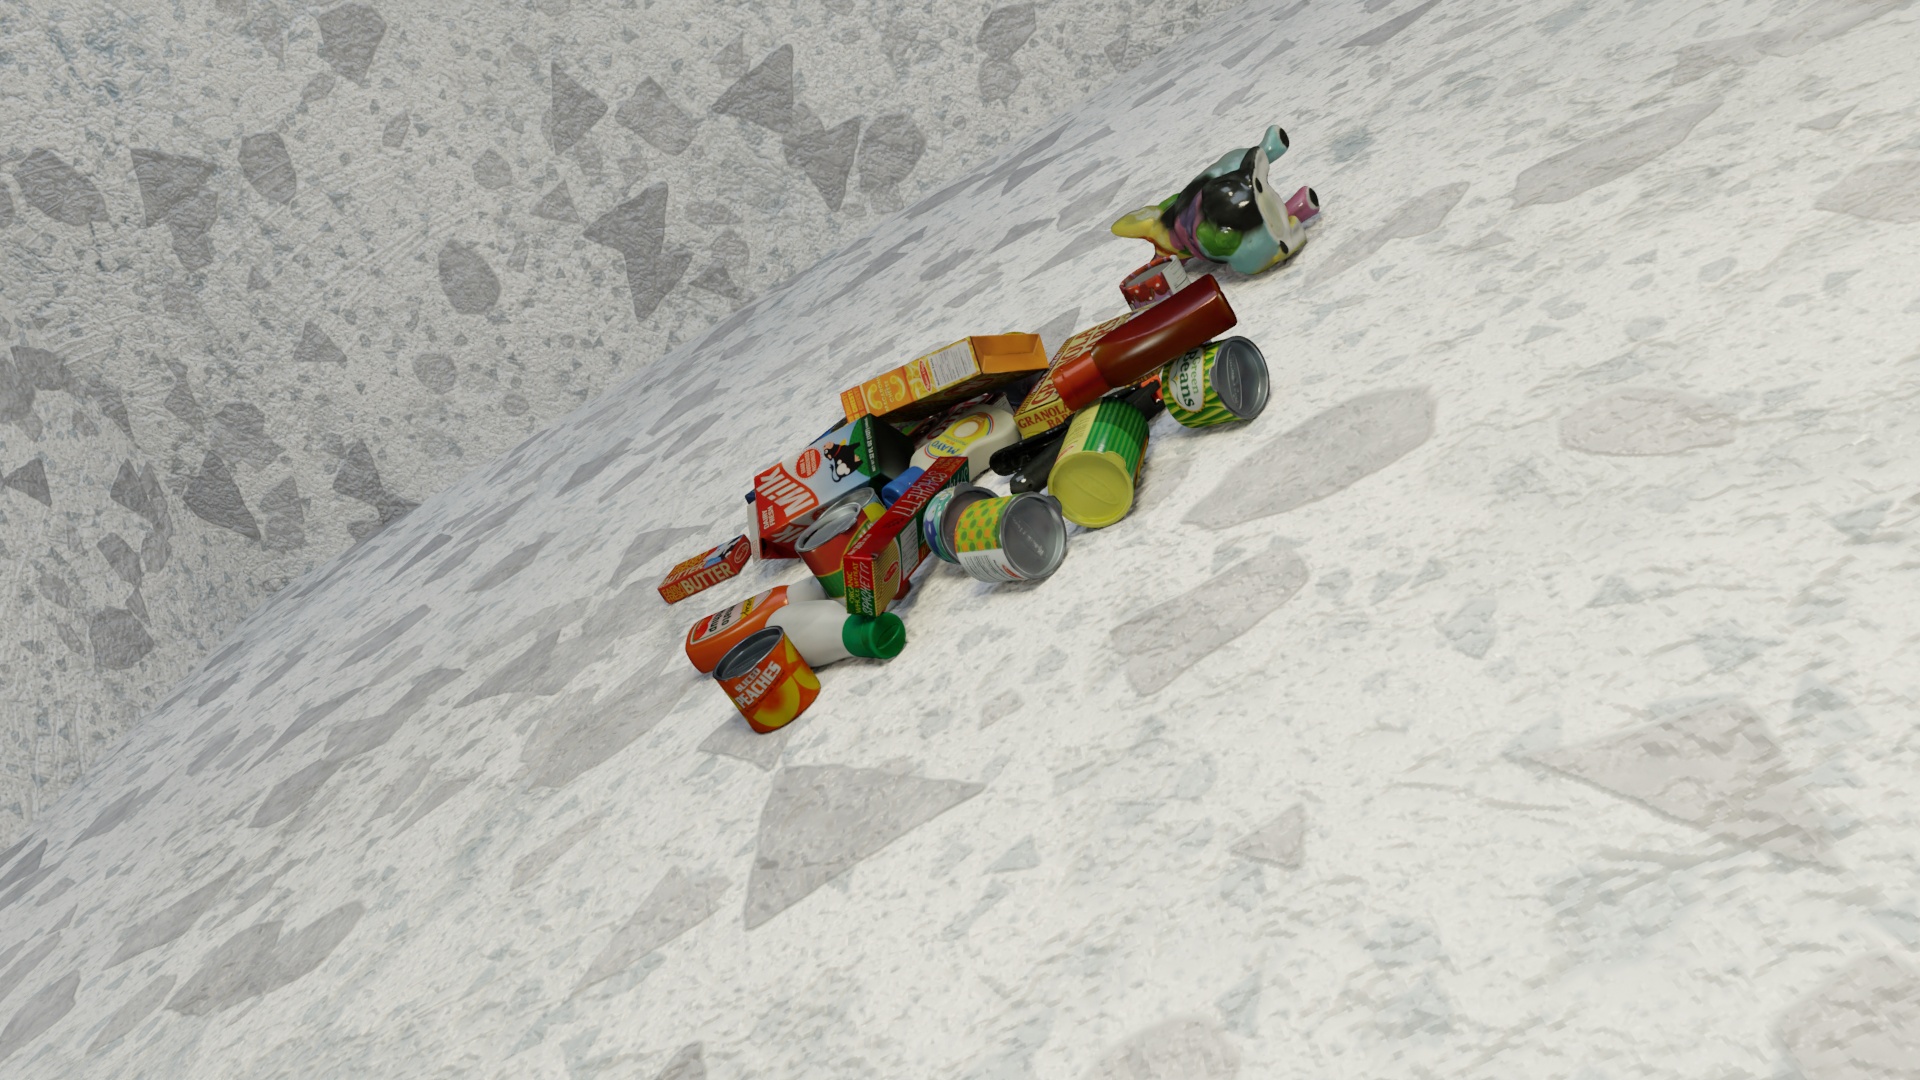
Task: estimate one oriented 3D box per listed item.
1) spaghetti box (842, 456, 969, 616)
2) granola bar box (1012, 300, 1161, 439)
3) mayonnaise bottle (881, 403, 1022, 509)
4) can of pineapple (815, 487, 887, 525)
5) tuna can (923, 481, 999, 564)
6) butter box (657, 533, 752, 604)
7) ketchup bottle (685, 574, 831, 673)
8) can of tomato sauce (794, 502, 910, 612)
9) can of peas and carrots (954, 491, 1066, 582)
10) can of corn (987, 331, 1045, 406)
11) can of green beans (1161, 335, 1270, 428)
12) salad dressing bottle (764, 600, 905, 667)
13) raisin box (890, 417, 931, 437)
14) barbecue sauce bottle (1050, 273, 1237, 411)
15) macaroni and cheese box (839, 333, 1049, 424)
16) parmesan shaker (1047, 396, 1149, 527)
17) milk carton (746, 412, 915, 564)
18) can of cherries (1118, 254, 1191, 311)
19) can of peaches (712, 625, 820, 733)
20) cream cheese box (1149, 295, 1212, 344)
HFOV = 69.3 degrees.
[{"bbox_3d":[-0.040,-0.010,1.162,0.029,0.050,0.251,5,23,16],"label":"spaghetti box"},{"bbox_3d":[0.134,-0.163,1.333,0.124,0.039,0.166,-19,24,35],"label":"granola bar box"},{"bbox_3d":[-0.010,-0.075,1.311,0.065,0.041,0.149,25,51,37],"label":"mayonnaise bottle"},{"bbox_3d":[-0.094,-0.006,1.282,0.071,0.057,0.071,-29,20,12],"label":"can of pineapple"},{"bbox_3d":[0.004,-0.014,1.135,0.071,0.071,0.033,-40,20,-20],"label":"tuna can"},{"bbox_3d":[-0.278,0.032,1.520,0.103,0.024,0.053,-23,21,24],"label":"butter box"},{"bbox_3d":[-0.175,0.070,1.248,0.148,0.043,0.065,-24,21,22],"label":"ketchup bottle"},{"bbox_3d":[-0.089,0.020,1.177,0.071,0.083,0.071,-29,20,12],"label":"can of tomato sauce"},{"bbox_3d":[0.039,-0.004,1.064,0.058,0.071,0.071,-8,32,51],"label":"can of peas and carrots"},{"bbox_3d":[0.056,-0.178,1.444,0.071,0.071,0.058,-29,19,11],"label":"can of corn"},{"bbox_3d":[0.202,-0.125,1.103,0.057,0.071,0.071,-7,32,51],"label":"can of green beans"},{"bbox_3d":[-0.103,0.076,1.128,0.147,0.044,0.064,-3,35,51],"label":"salad dressing bottle"},{"bbox_3d":[-0.087,-0.080,1.471,0.124,0.040,0.086,-42,23,-21],"label":"raisin box"},{"bbox_3d":[0.143,-0.154,1.097,0.148,0.043,0.065,-29,20,15],"label":"barbecue sauce bottle"},{"bbox_3d":[-0.016,-0.156,1.355,0.166,0.040,0.124,-18,-3,35],"label":"macaroni and cheese box"},{"bbox_3d":[0.113,-0.066,1.096,0.071,0.071,0.103,-22,22,27],"label":"parmesan shaker"},{"bbox_3d":[-0.137,-0.043,1.368,0.190,0.073,0.072,-26,58,25],"label":"milk carton"},{"bbox_3d":[0.199,-0.245,1.398,0.071,0.058,0.072,-28,21,12],"label":"can of cherries"},{"bbox_3d":[-0.153,0.111,1.099,0.071,0.058,0.071,-28,21,12],"label":"can of peaches"},{"bbox_3d":[0.205,-0.187,1.261,0.024,0.053,0.104,-33,20,6],"label":"cream cheese box"}]
